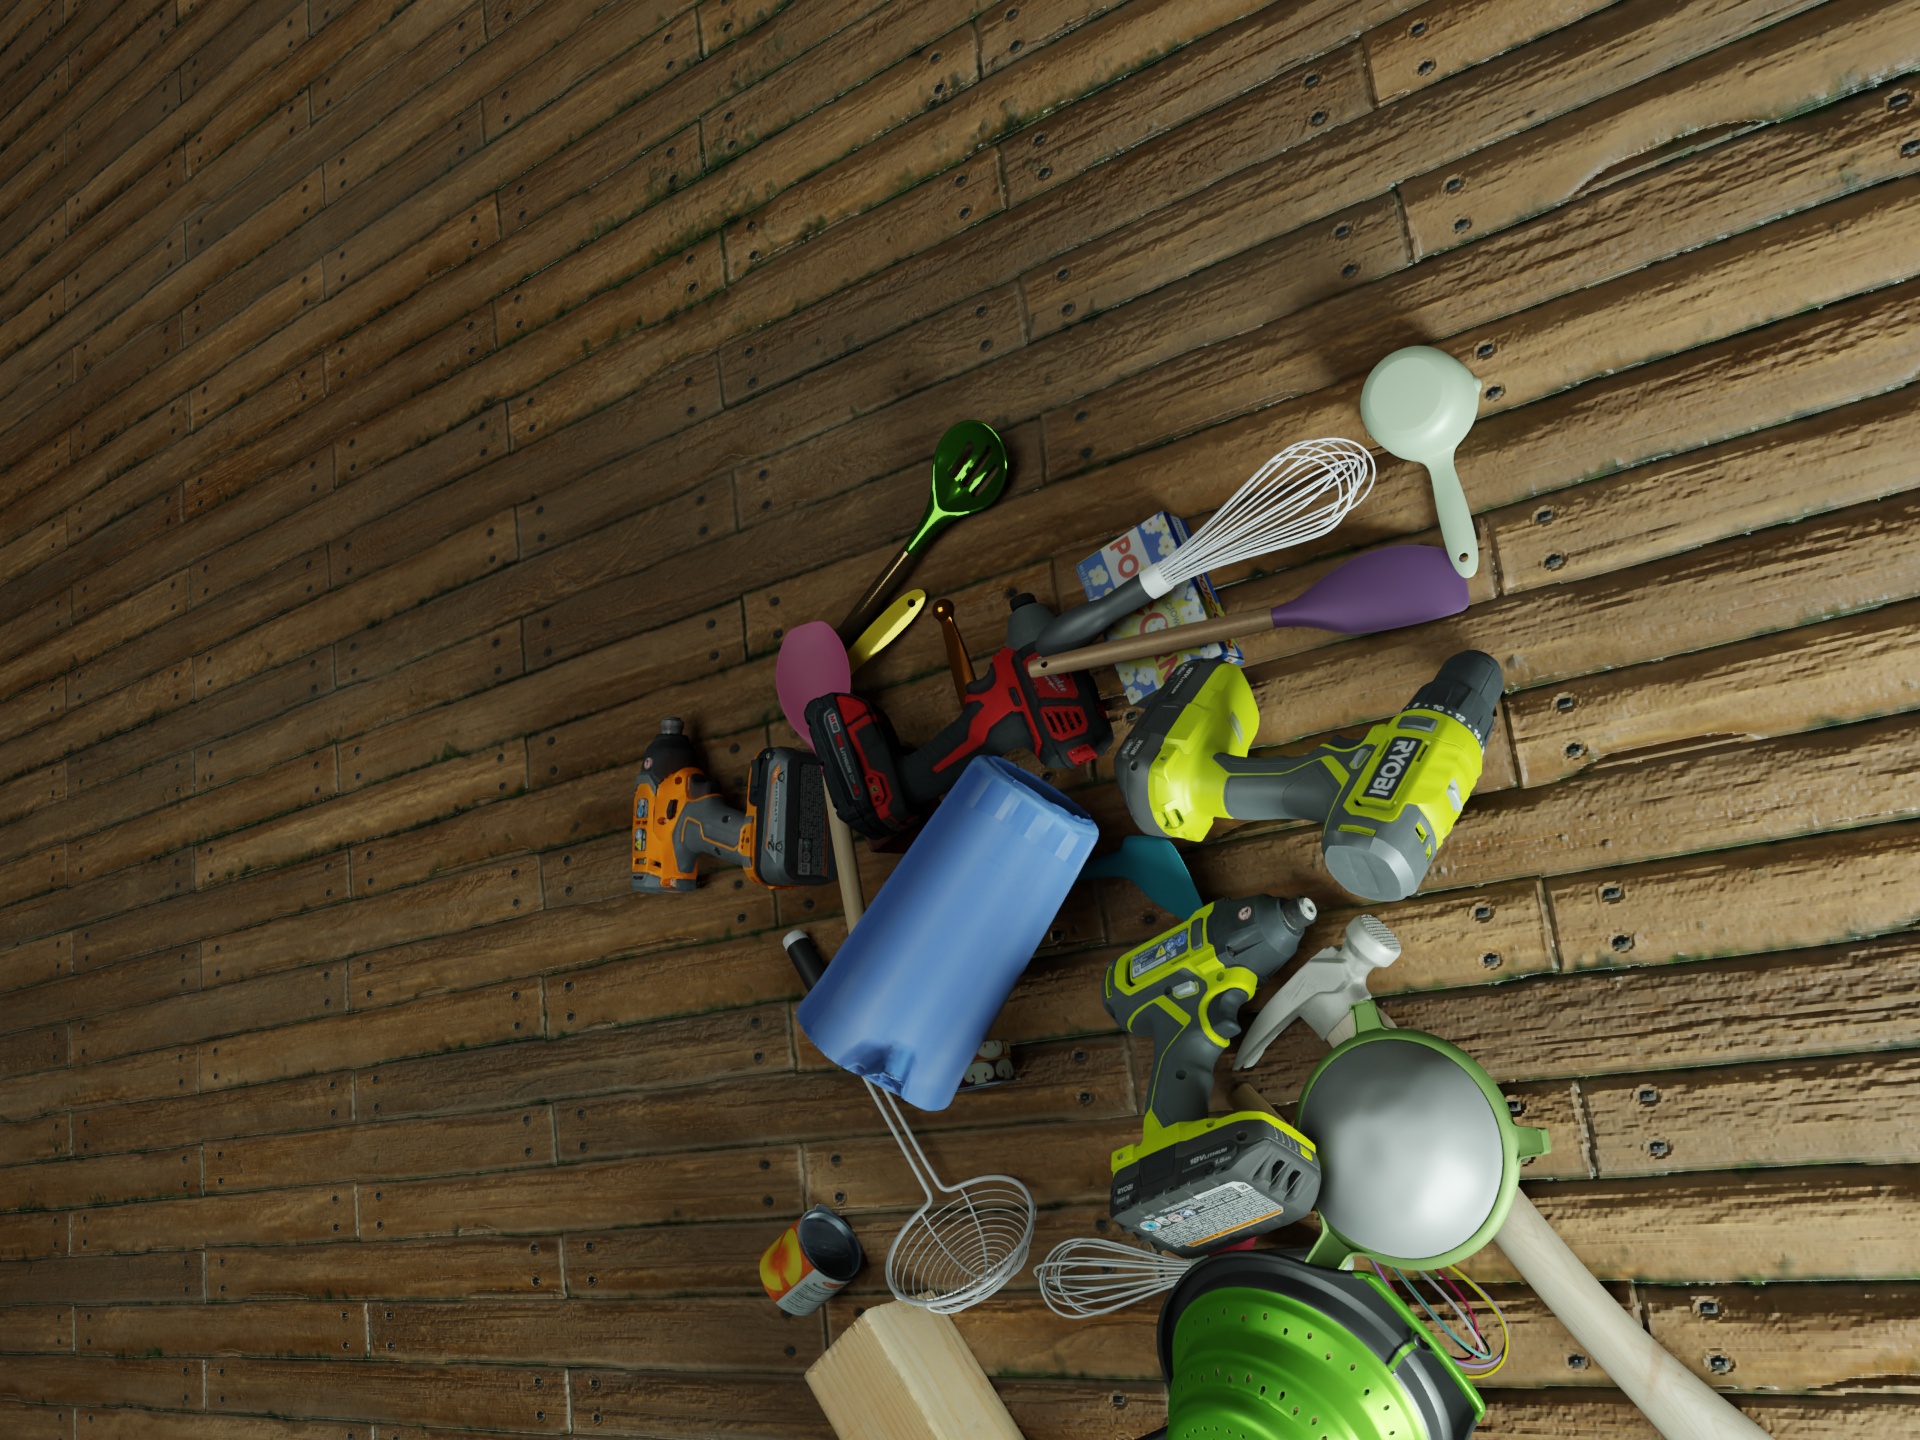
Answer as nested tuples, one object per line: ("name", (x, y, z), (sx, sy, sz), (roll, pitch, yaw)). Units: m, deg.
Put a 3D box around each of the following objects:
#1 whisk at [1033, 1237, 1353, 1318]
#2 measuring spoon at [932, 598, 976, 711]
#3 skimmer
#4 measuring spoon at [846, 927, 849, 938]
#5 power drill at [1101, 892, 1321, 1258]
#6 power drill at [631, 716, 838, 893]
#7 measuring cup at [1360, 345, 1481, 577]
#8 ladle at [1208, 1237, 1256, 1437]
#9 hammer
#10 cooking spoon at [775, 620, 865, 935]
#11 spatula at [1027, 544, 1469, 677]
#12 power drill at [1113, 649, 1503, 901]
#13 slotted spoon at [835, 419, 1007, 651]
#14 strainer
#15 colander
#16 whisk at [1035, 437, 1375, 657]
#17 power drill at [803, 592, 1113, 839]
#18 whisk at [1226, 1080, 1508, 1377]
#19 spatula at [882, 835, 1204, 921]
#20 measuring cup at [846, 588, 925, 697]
("whisk", (0.161, 0.391, 1.131), (0.246, 0.059, 0.058), (-15, 48, 30))
("measuring spoon", (-0.004, -0.049, 1.326), (0.021, 0.011, 0.117), (-28, 69, 31))
("skimmer", (-0.063, 0.304, 1.280), (0.127, 0.090, 0.364), (-31, 59, -5))
("measuring spoon", (-0.062, 0.218, 1.340), (0.034, 0.018, 0.124), (-51, 52, 19))
("power drill", (0.169, 0.224, 1.057), (0.171, 0.080, 0.223), (-35, 32, 34))
("power drill", (-0.210, 0.074, 1.425), (0.226, 0.084, 0.164), (-4, 81, 40))
("measuring cup", (0.320, -0.177, 1.082), (0.083, 0.038, 0.168), (-21, 70, 33))
("ladle", (0.192, 0.433, 1.081), (0.069, 0.031, 0.315), (-7, 92, 28))
("hammer", (0.343, 0.322, 1.007), (0.146, 0.038, 0.411), (-51, 59, 22))
("cooking spoon", (-0.102, 0.069, 1.314), (0.069, 0.017, 0.319), (-16, 74, 17))
("spatula", (0.197, -0.070, 1.133), (0.316, 0.018, 0.060), (-12, 71, 20))
("power drill", (0.237, 0.020, 1.066), (0.229, 0.080, 0.191), (8, 49, 42))
("slotted spoon", (-0.059, -0.128, 1.368), (0.070, 0.031, 0.313), (45, 114, 13))
("strainer", (0.241, 0.315, 1.009), (0.152, 0.069, 0.256), (38, 104, 37))
("colander", (0.154, 0.484, 1.027), (0.204, 0.094, 0.397), (50, 133, 9))
("whisk", (0.168, -0.116, 1.138), (0.284, 0.070, 0.070), (-31, 67, 28))
("power drill", (-0.002, -0.004, 1.249), (0.219, 0.078, 0.143), (-23, 71, 9))
("whisk", (0.263, 0.335, 1.063), (0.245, 0.051, 0.047), (45, 116, 35))
("spatula", (0.054, 0.127, 1.240), (0.317, 0.044, 0.082), (-9, 117, 39))
("measuring cup", (-0.086, -0.060, 1.379), (0.156, 0.029, 0.062), (-43, 96, 12))
